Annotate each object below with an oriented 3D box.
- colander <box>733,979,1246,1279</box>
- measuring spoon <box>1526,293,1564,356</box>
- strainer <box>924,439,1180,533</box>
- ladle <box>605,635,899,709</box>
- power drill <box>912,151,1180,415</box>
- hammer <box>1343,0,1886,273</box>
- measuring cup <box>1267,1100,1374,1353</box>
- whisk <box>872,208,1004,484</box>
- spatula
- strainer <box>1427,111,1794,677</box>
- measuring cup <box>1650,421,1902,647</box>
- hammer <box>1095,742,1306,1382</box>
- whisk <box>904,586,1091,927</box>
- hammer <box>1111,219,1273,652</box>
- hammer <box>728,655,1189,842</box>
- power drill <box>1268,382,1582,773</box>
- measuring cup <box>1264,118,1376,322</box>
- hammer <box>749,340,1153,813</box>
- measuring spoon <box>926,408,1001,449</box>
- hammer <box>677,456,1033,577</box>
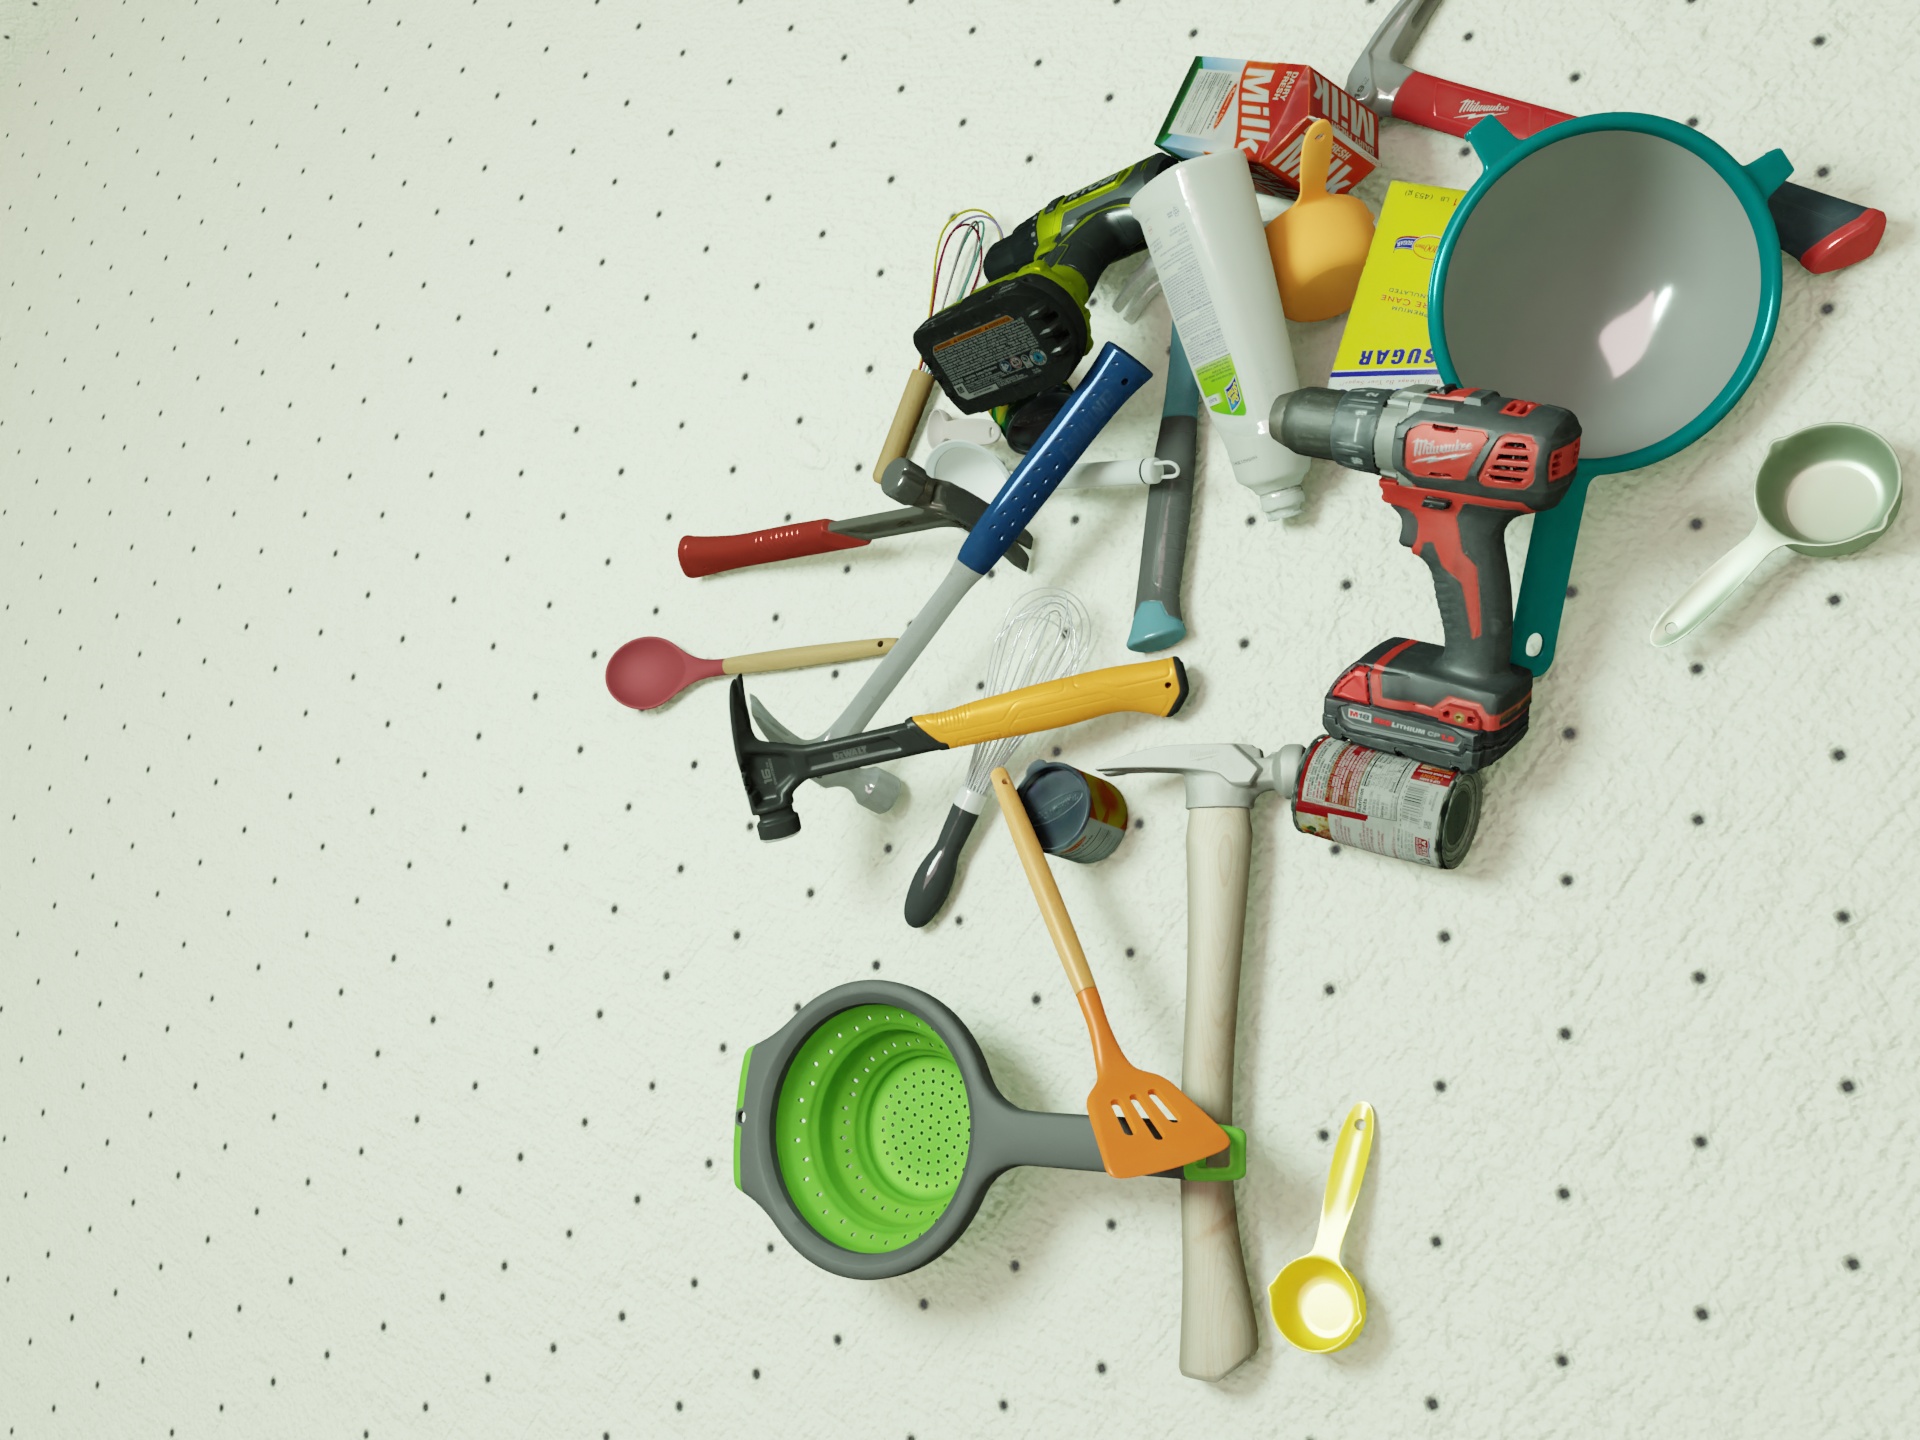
[{"bbox_3d":[0.024,0.288,1.108,0.397,0.094,0.205,-5,75,31],"label":"colander"},{"bbox_3d":[0.381,-0.305,1.066,0.042,0.021,0.128,-7,85,34],"label":"measuring spoon"},{"bbox_3d":[0.063,-0.187,1.229,0.258,0.086,0.050,4,38,42],"label":"strainer"},{"bbox_3d":[-0.184,-0.051,1.389,0.315,0.031,0.069,-5,76,31],"label":"ladle"},{"bbox_3d":[0.059,-0.332,1.210,0.190,0.080,0.229,-11,35,43],"label":"power drill"},{"bbox_3d":[0.428,-0.395,1.062,0.387,0.038,0.143,36,96,36],"label":"hammer"},{"bbox_3d":[0.239,0.319,1.001,0.062,0.029,0.157,7,69,35],"label":"measuring cup"},{"bbox_3d":[-0.026,-0.316,1.347,0.051,0.047,0.245,26,96,54],"label":"whisk"},{"bbox_3d":[0.078,0.155,1.057,0.081,0.041,0.323,-11,54,-15],"label":"spatula"},{"bbox_3d":[0.379,-0.201,1.008,0.211,0.095,0.340,6,104,-1],"label":"strainer"},{"bbox_3d":[0.479,-0.101,0.944,0.167,0.038,0.083,-47,56,17],"label":"measuring cup"},{"bbox_3d":[0.157,0.218,1.060,0.146,0.038,0.411,-2,77,22],"label":"hammer"},{"bbox_3d":[0.022,0.031,1.210,0.070,0.070,0.284,30,99,36],"label":"whisk"},{"bbox_3d":[0.164,-0.213,1.193,0.128,0.033,0.331,1,77,34],"label":"hammer"},{"bbox_3d":[-0.002,-0.004,1.163,0.337,0.034,0.127,-12,101,7],"label":"hammer"},{"bbox_3d":[0.275,-0.098,0.986,0.188,0.080,0.226,17,121,36],"label":"power drill"},{"bbox_3d":[0.249,-0.336,1.089,0.095,0.173,0.052,-17,70,4],"label":"measuring cup"},{"bbox_3d":[-0.003,-0.110,1.188,0.405,0.144,0.035,-52,26,18],"label":"hammer"},{"bbox_3d":[0.007,-0.235,1.291,0.124,0.018,0.034,22,111,60],"label":"measuring spoon"},{"bbox_3d":[-0.112,-0.150,1.332,0.359,0.149,0.037,-3,68,46],"label":"hammer"}]
